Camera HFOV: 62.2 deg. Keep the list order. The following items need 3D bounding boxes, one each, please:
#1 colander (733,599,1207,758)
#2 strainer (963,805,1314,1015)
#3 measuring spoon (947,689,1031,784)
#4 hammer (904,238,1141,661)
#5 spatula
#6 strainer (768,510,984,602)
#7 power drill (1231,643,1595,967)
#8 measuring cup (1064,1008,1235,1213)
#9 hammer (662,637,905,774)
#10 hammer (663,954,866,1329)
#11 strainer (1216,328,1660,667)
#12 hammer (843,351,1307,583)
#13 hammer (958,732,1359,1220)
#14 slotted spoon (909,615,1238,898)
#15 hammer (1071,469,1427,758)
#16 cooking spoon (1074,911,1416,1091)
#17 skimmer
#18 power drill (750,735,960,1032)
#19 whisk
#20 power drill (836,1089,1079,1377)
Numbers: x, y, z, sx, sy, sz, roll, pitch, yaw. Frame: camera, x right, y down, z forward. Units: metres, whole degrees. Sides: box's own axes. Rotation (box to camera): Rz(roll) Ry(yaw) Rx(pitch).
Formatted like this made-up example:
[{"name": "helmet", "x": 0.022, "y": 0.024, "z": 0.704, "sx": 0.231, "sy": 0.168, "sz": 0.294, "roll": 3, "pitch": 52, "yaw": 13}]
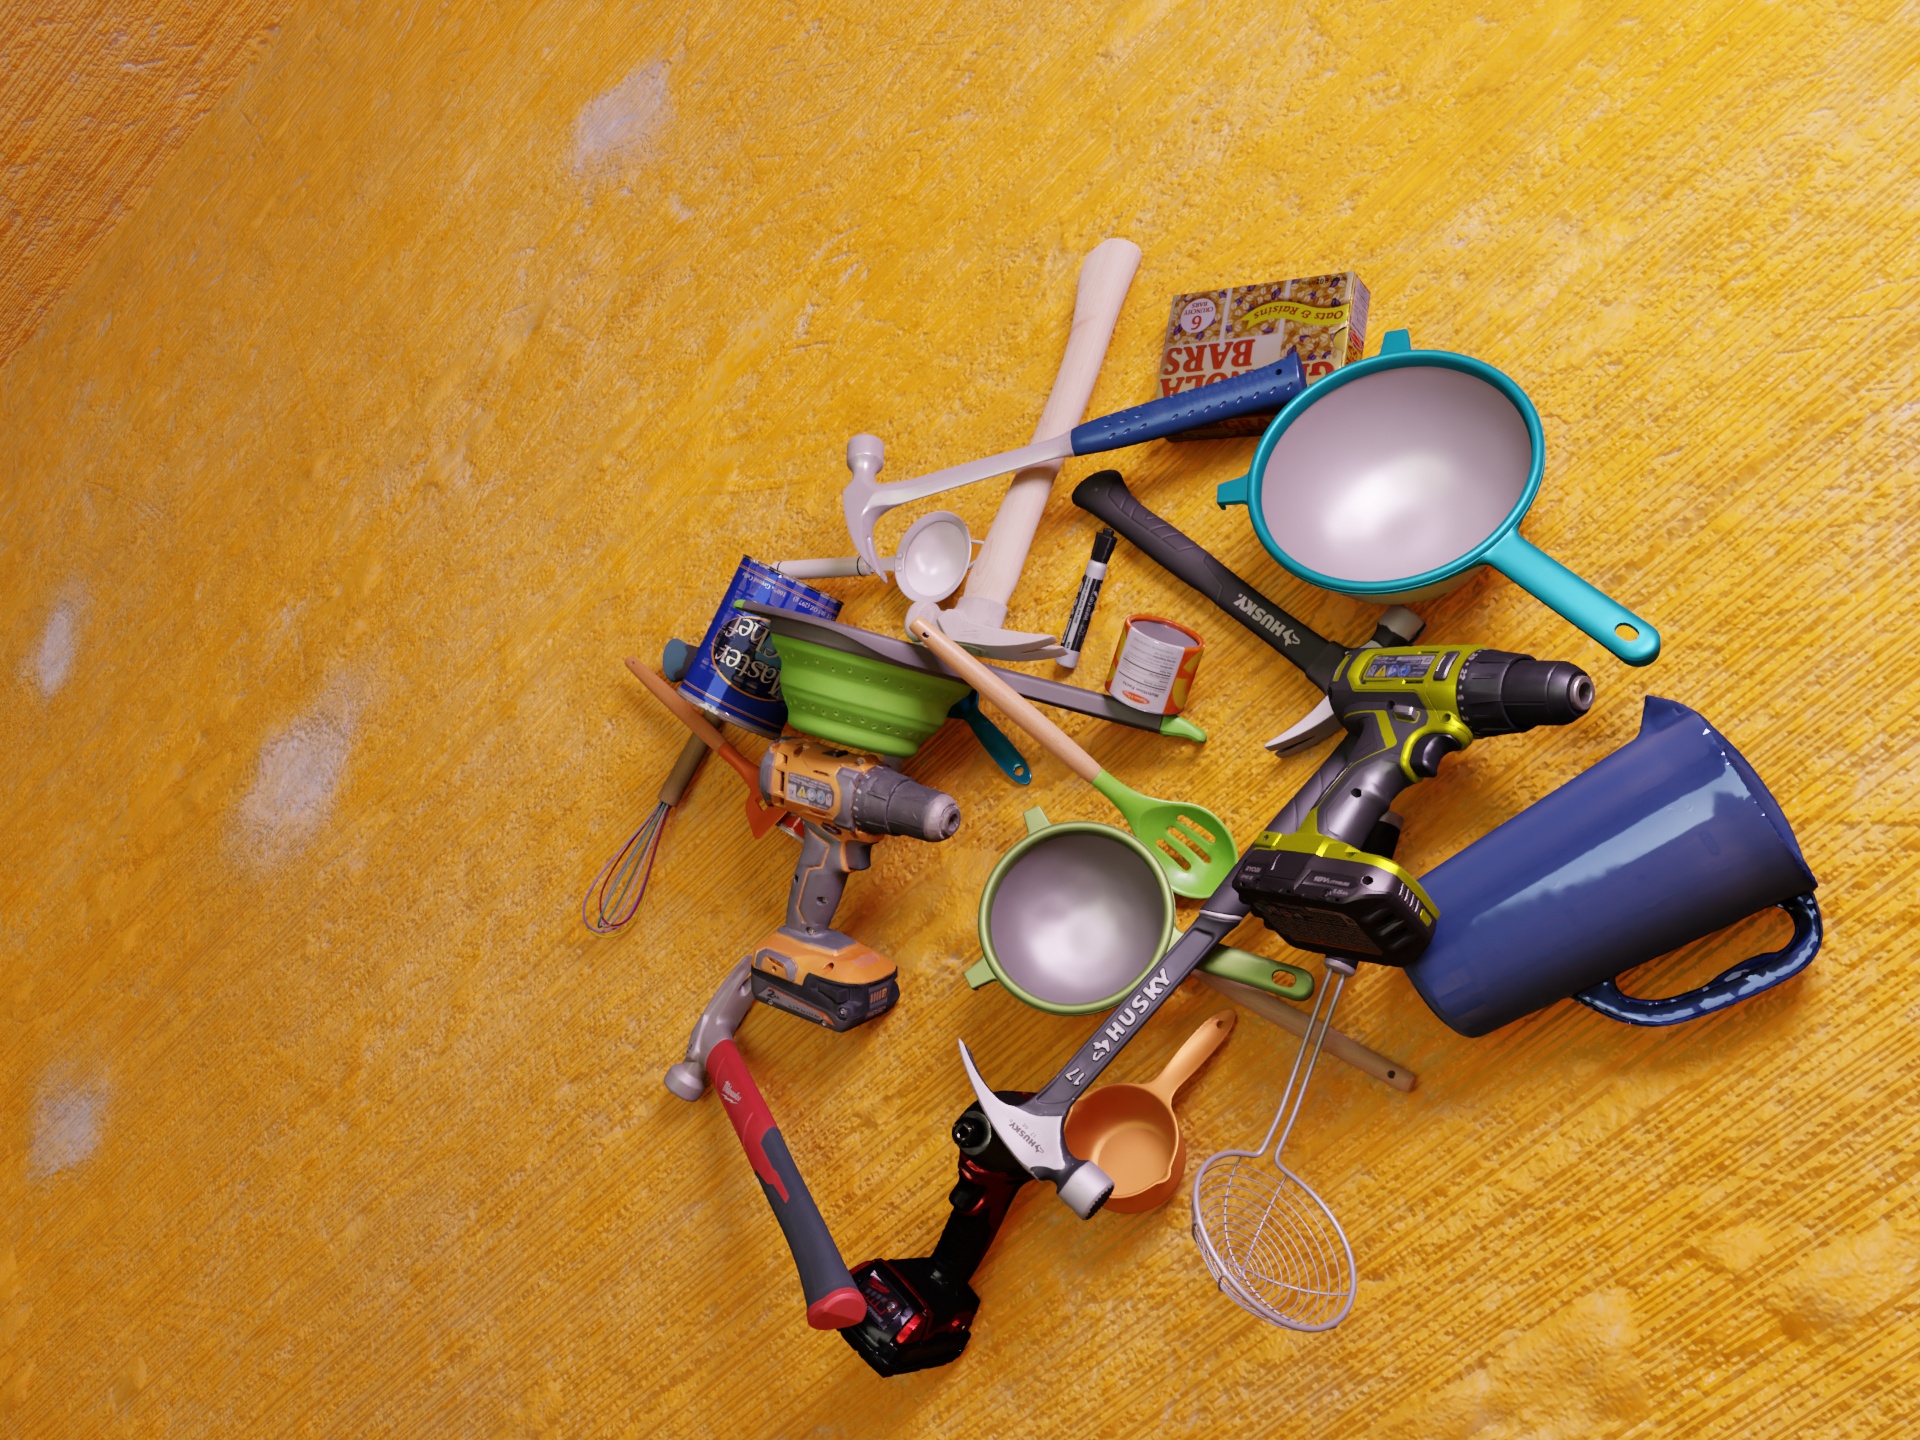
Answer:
[{"name": "colander", "x": -0.002, "y": -0.004, "z": 1.295, "sx": 0.397, "sy": 0.204, "sz": 0.094, "roll": 15, "pitch": 91, "yaw": 13}, {"name": "strainer", "x": 0.141, "y": 0.170, "z": 1.198, "sx": 0.256, "sy": 0.069, "sz": 0.151, "roll": 15, "pitch": 72, "yaw": 19}, {"name": "measuring spoon", "x": 0.023, "y": 0.011, "z": 1.378, "sx": 0.042, "sy": 0.021, "sz": 0.129, "roll": -40, "pitch": 64, "yaw": 1}, {"name": "hammer", "x": 0.086, "y": -0.240, "z": 1.370, "sx": 0.146, "sy": 0.038, "sz": 0.411, "roll": 10, "pitch": 71, "yaw": 33}, {"name": "spatula", "x": -0.240, "y": 0.011, "z": 1.505, "sx": 0.081, "sy": 0.041, "sz": 0.323, "roll": -48, "pitch": 51, "yaw": -6}, {"name": "strainer", "x": -0.079, "y": -0.144, "z": 1.467, "sx": 0.258, "sy": 0.050, "sz": 0.087, "roll": 0, "pitch": 78, "yaw": 29}, {"name": "power drill", "x": 0.297, "y": 0.044, "z": 1.051, "sx": 0.191, "sy": 0.080, "sz": 0.228, "roll": 2, "pitch": 54, "yaw": 56}, {"name": "measuring cup", "x": 0.150, "y": 0.288, "z": 1.178, "sx": 0.173, "sy": 0.052, "sz": 0.095, "roll": -45, "pitch": 51, "yaw": -17}, {"name": "hammer", "x": -0.165, "y": -0.028, "z": 1.503, "sx": 0.331, "sy": 0.033, "sz": 0.128, "roll": 15, "pitch": 84, "yaw": 37}, {"name": "hammer", "x": -0.146, "y": 0.335, "z": 1.276, "sx": 0.143, "sy": 0.038, "sz": 0.387, "roll": -57, "pitch": 31, "yaw": 5}, {"name": "strainer", "x": 0.360, "y": -0.126, "z": 1.138, "sx": 0.211, "sy": 0.095, "sz": 0.341, "roll": -42, "pitch": 54, "yaw": -1}, {"name": "hammer", "x": 0.085, "y": -0.222, "z": 1.317, "sx": 0.405, "sy": 0.035, "sz": 0.144, "roll": -13, "pitch": 59, "yaw": 22}, {"name": "hammer", "x": 0.169, "y": 0.153, "z": 1.141, "sx": 0.149, "sy": 0.036, "sz": 0.409, "roll": 39, "pitch": 79, "yaw": 24}, {"name": "slotted spoon", "x": 0.085, "y": 0.024, "z": 1.214, "sx": 0.313, "sy": 0.031, "sz": 0.070, "roll": 40, "pitch": 107, "yaw": -4}, {"name": "hammer", "x": 0.203, "y": -0.106, "z": 1.282, "sx": 0.146, "sy": 0.035, "sz": 0.335, "roll": -52, "pitch": 53, "yaw": 7}, {"name": "cooking spoon", "x": 0.197, "y": 0.196, "z": 1.191, "sx": 0.319, "sy": 0.017, "sz": 0.069, "roll": 26, "pitch": 84, "yaw": 38}, {"name": "skimmer", "x": 0.253, "y": 0.223, "z": 1.074, "sx": 0.363, "sy": 0.127, "sz": 0.090, "roll": -66, "pitch": 12, "yaw": -17}, {"name": "power drill", "x": -0.088, "y": 0.138, "z": 1.317, "sx": 0.185, "sy": 0.084, "sz": 0.226, "roll": 14, "pitch": 105, "yaw": 32}, {"name": "whisk", "x": -0.293, "y": 0.101, "z": 1.546, "sx": 0.047, "sy": 0.051, "sz": 0.245, "roll": 27, "pitch": 85, "yaw": 16}, {"name": "power drill", "x": -0.003, "y": 0.373, "z": 1.187, "sx": 0.079, "sy": 0.143, "sz": 0.219, "roll": 36, "pitch": 97, "yaw": 34}]
